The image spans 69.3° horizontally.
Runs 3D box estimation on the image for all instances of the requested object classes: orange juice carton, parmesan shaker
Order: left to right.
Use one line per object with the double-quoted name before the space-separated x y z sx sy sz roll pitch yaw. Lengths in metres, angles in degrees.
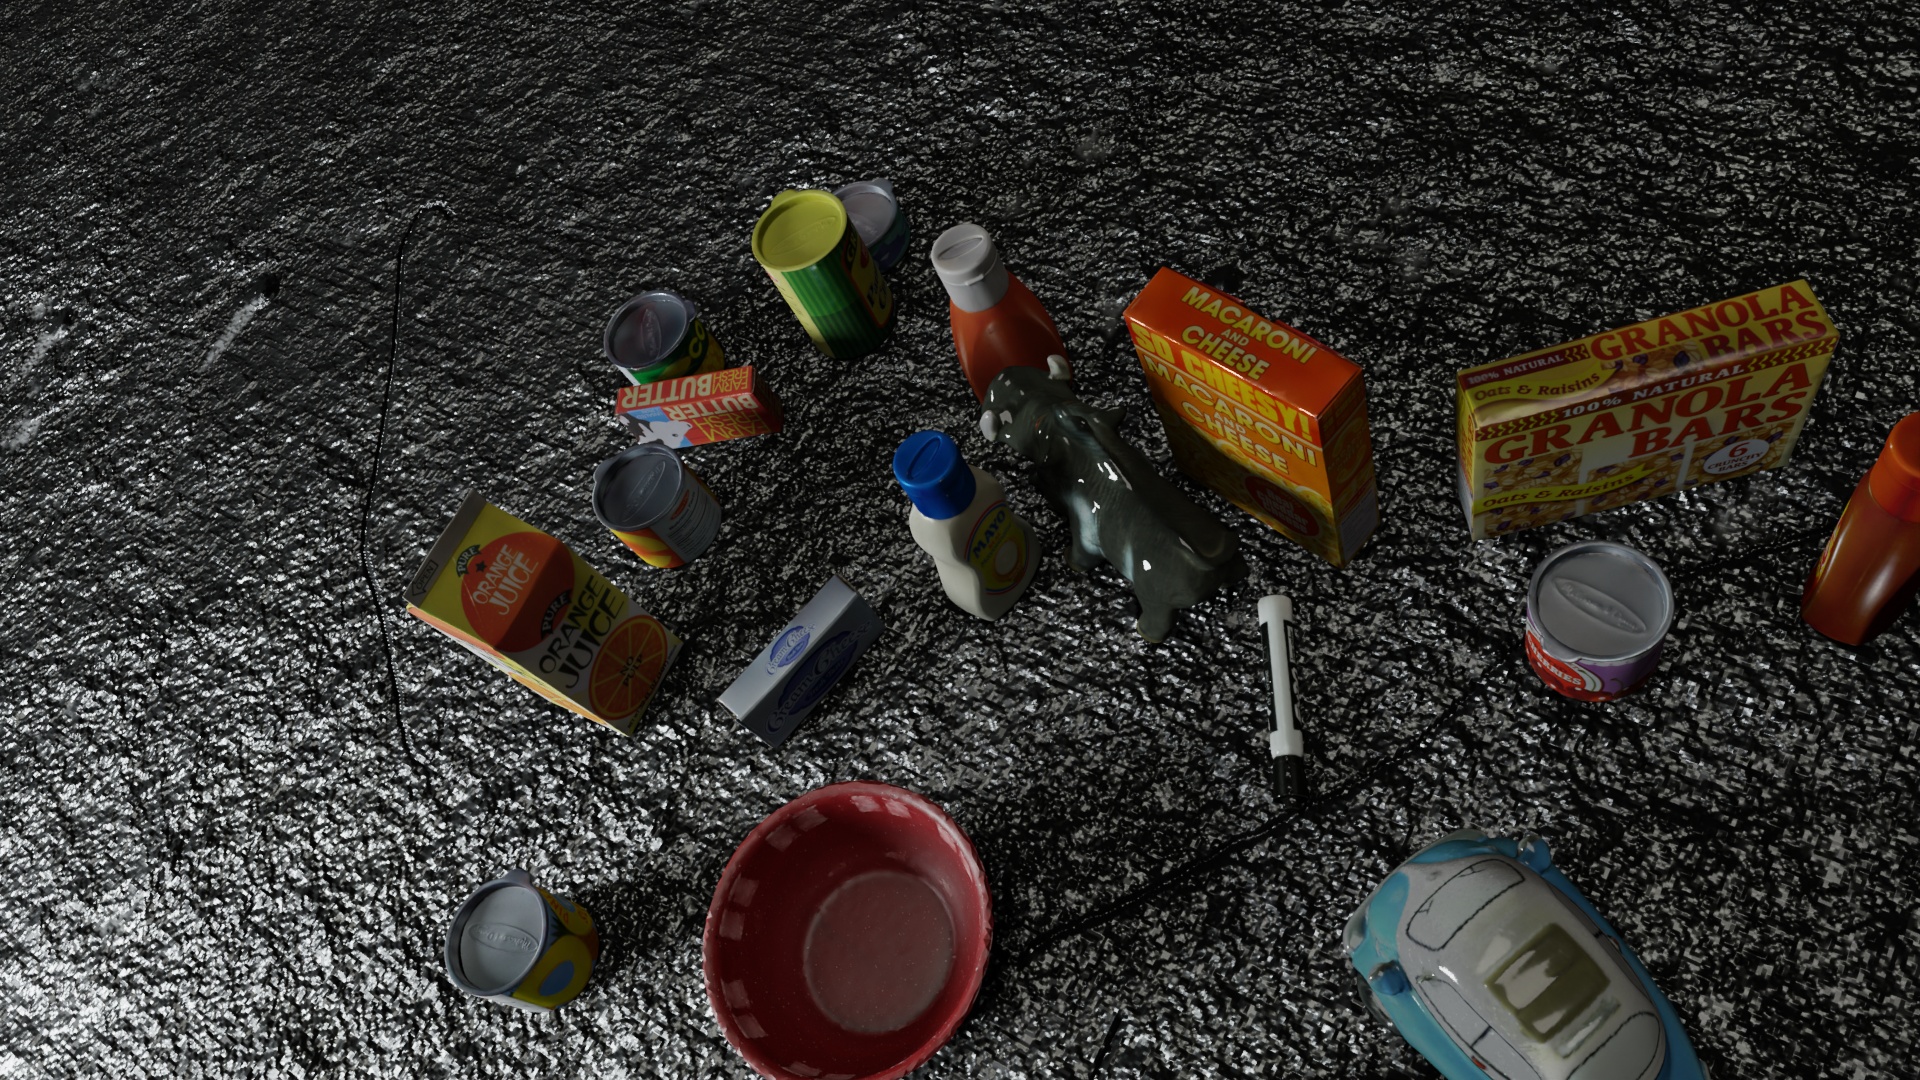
"orange juice carton" -0.251 0.043 0.823 0.073 0.192 0.072 18 70 27
"parmesan shaker" -0.090 -0.180 0.941 0.071 0.102 0.071 -8 61 15

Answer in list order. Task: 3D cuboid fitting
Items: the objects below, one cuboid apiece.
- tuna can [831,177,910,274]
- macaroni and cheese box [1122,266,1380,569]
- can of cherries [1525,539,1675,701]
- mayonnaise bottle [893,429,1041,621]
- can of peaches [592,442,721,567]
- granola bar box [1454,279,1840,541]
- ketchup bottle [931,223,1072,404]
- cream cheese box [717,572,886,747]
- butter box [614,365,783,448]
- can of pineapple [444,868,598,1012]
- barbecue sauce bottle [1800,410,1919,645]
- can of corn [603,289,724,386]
"tuna can" -0.070 -0.225 1.000 0.071 0.032 0.071 -8 61 15
"macaroni and cheese box" 0.161 -0.064 0.753 0.124 0.166 0.040 35 79 31
"can of cherries" 0.320 0.043 0.704 0.071 0.058 0.072 -8 61 15
"mayonnaise bottle" 0.003 -0.010 0.790 0.041 0.147 0.065 27 75 29
"can of peaches" -0.202 -0.024 0.922 0.071 0.058 0.071 -8 61 15
"granola bar box" 0.342 -0.063 0.714 0.165 0.124 0.039 -15 59 11
"ketchup bottle" 0.023 -0.132 0.849 0.065 0.148 0.044 -25 58 6
"cream cheese box" -0.093 0.073 0.834 0.024 0.053 0.104 37 79 31
"butter box" -0.178 -0.089 0.952 0.103 0.053 0.024 -8 61 15
"can of pineapple" -0.250 0.232 0.800 0.071 0.057 0.071 -8 61 15
"barbecue sauce bottle" 0.430 -0.007 0.639 0.044 0.148 0.065 33 78 30
"can of corn" -0.206 -0.135 0.983 0.071 0.058 0.071 -8 61 15
